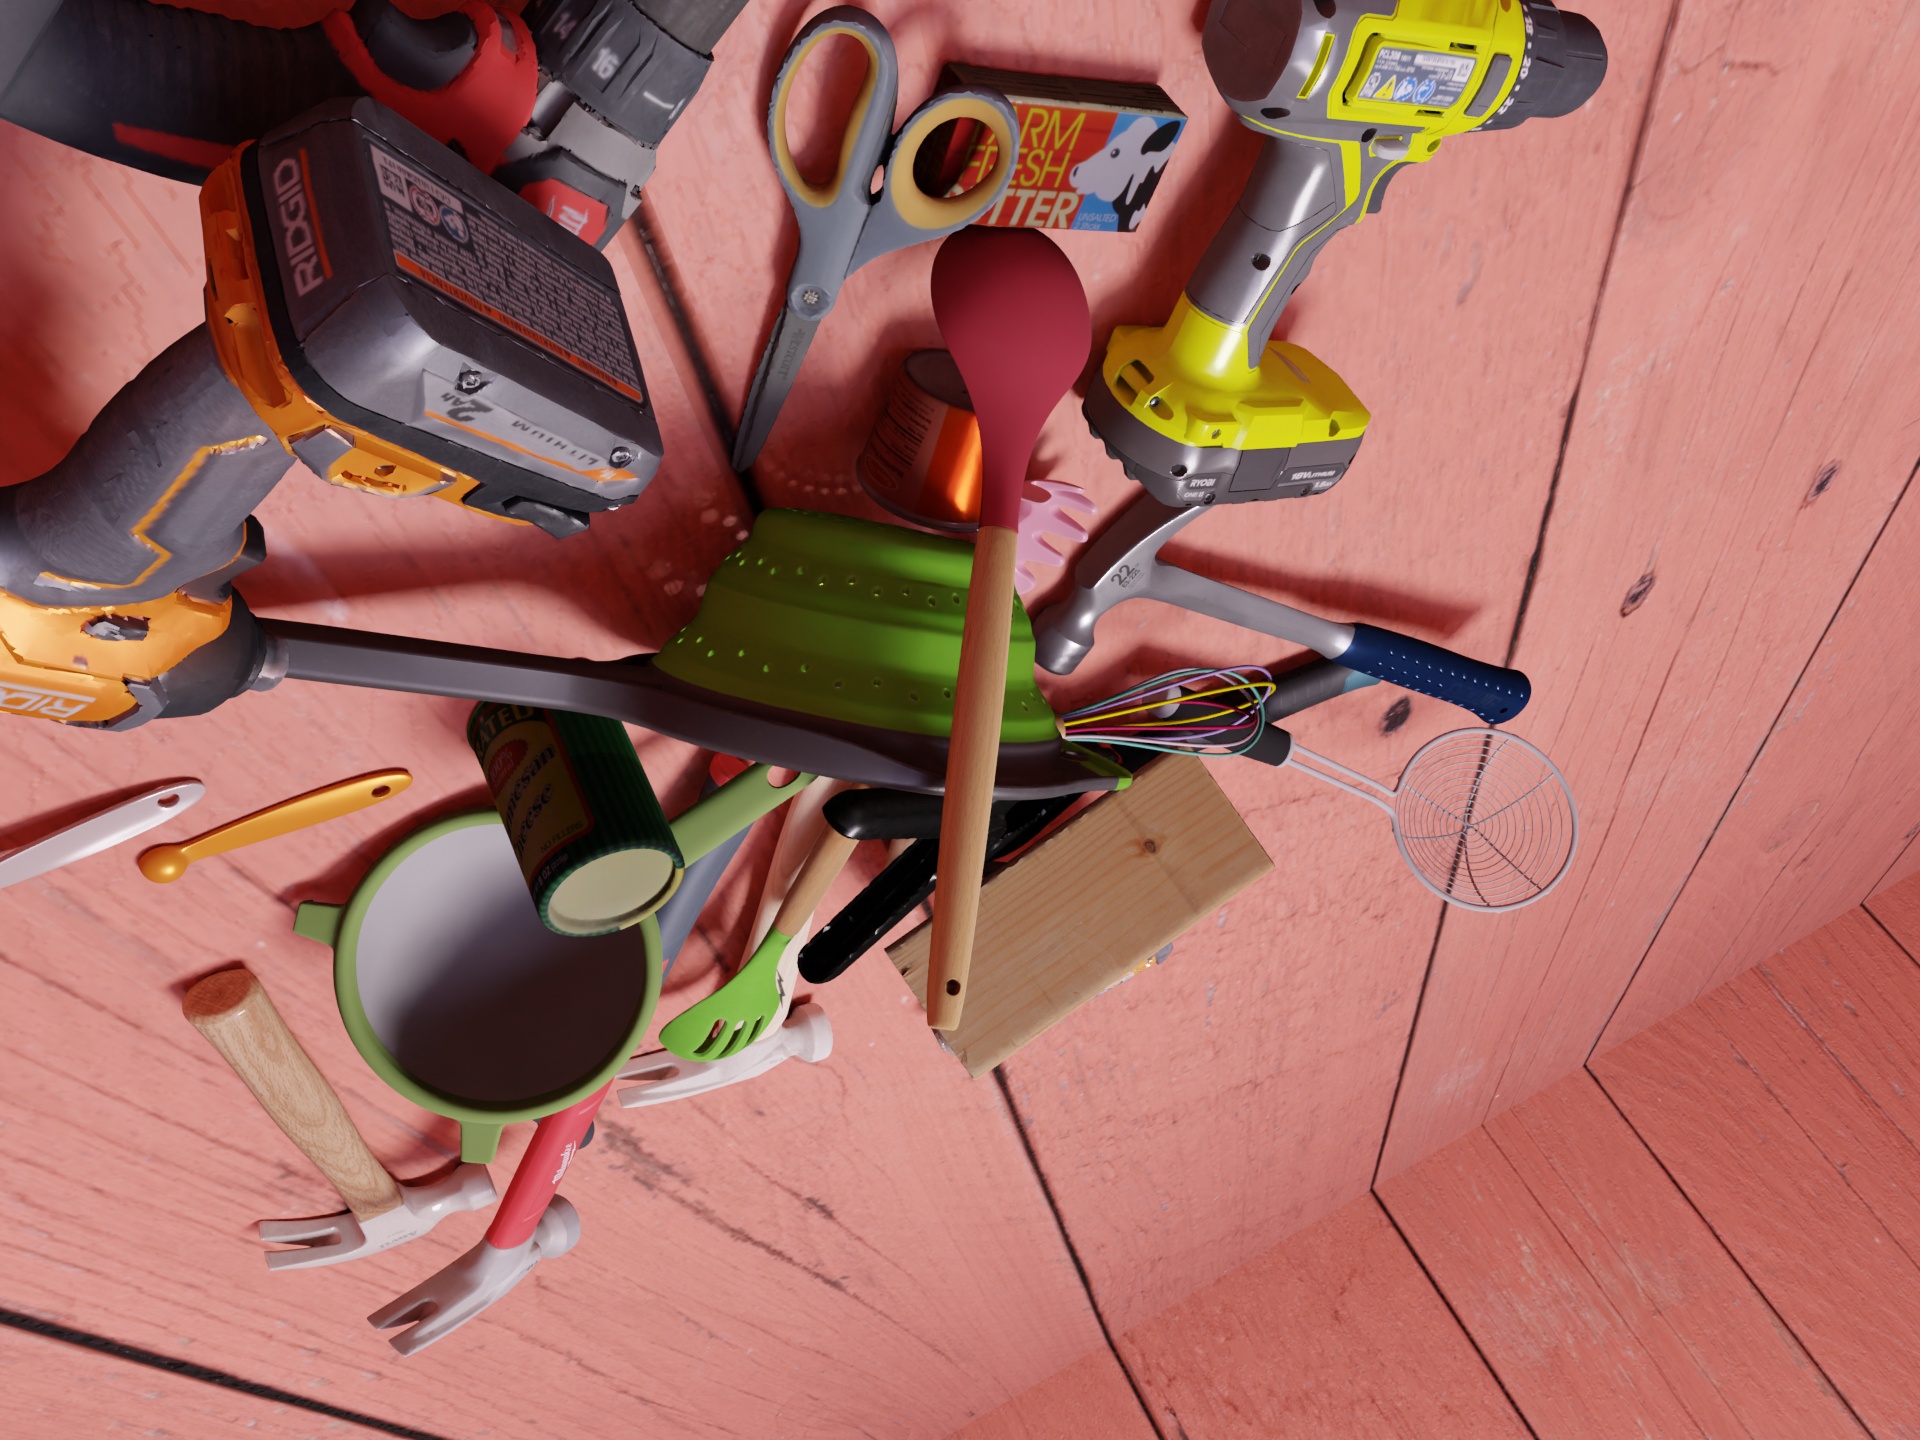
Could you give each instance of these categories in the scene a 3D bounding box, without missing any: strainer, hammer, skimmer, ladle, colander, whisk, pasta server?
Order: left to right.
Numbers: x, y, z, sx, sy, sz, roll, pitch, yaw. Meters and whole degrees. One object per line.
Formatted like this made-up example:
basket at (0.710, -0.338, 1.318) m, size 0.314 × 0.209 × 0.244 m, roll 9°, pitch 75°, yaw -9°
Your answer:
hammer at (-0.356, 0.228, 0.880) m, size 0.130 × 0.031 × 0.331 m, roll -22°, pitch 147°, yaw -17°
whisk at (-0.261, 0.206, 0.916) m, size 0.070 × 0.070 × 0.284 m, roll -26°, pitch 154°, yaw -9°
hammer at (-0.203, 0.182, 0.861) m, size 0.143 × 0.038 × 0.386 m, roll -20°, pitch 143°, yaw -61°
strainer at (-0.177, 0.084, 0.780) m, size 0.256 × 0.151 × 0.069 m, roll -35°, pitch -173°, yaw -7°
colander at (-0.113, -0.046, 0.639) m, size 0.397 × 0.205 × 0.094 m, roll 7°, pitch 98°, yaw -24°
hammer at (-0.102, 0.094, 0.908) m, size 0.146 × 0.038 × 0.410 m, roll -10°, pitch 142°, yaw -30°
pasta server at (-0.001, -0.003, 0.837) m, size 0.060 × 0.040 × 0.316 m, roll -21°, pitch 145°, yaw -37°
ladle at (0.009, -0.045, 0.590) m, size 0.069 × 0.315 × 0.031 m, roll 10°, pitch 168°, yaw -21°
whisk at (0.066, 0.004, 0.828) m, size 0.245 × 0.047 × 0.051 m, roll -8°, pitch 102°, yaw -29°
hammer at (0.126, 0.014, 0.996) m, size 0.331 × 0.033 × 0.128 m, roll -21°, pitch 146°, yaw -18°
hammer at (0.223, -0.053, 0.944) m, size 0.405 × 0.035 × 0.144 m, roll 12°, pitch 128°, yaw -41°
skimmer at (0.263, 0.032, 1.007) m, size 0.363 × 0.127 × 0.090 m, roll 21°, pitch 164°, yaw -39°

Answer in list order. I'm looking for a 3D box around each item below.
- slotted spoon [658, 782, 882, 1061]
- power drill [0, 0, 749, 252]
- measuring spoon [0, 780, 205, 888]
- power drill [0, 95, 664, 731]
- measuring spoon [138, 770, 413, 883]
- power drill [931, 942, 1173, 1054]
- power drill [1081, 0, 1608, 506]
slotted spoon at (-0.087, 0.096, 0.868) m, size 0.070 × 0.031 × 0.313 m, roll 1°, pitch 134°, yaw -39°
power drill at (-0.165, -0.193, 0.414) m, size 0.188 × 0.080 × 0.226 m, roll -44°, pitch 150°, yaw 21°
measuring spoon at (-0.368, 0.048, 0.638) m, size 0.124 × 0.018 × 0.034 m, roll -26°, pitch 149°, yaw -23°
power drill at (-0.201, -0.063, 0.452) m, size 0.226 × 0.084 × 0.164 m, roll -24°, pitch 162°, yaw 19°
measuring spoon at (-0.297, 0.047, 0.695) m, size 0.117 × 0.011 × 0.021 m, roll -21°, pitch 147°, yaw -18°
power drill at (0.055, 0.165, 1.081) m, size 0.185 × 0.084 × 0.226 m, roll -28°, pitch 163°, yaw -2°
power drill at (0.161, -0.207, 0.676) m, size 0.190 × 0.080 × 0.228 m, roll -9°, pitch 139°, yaw -32°
